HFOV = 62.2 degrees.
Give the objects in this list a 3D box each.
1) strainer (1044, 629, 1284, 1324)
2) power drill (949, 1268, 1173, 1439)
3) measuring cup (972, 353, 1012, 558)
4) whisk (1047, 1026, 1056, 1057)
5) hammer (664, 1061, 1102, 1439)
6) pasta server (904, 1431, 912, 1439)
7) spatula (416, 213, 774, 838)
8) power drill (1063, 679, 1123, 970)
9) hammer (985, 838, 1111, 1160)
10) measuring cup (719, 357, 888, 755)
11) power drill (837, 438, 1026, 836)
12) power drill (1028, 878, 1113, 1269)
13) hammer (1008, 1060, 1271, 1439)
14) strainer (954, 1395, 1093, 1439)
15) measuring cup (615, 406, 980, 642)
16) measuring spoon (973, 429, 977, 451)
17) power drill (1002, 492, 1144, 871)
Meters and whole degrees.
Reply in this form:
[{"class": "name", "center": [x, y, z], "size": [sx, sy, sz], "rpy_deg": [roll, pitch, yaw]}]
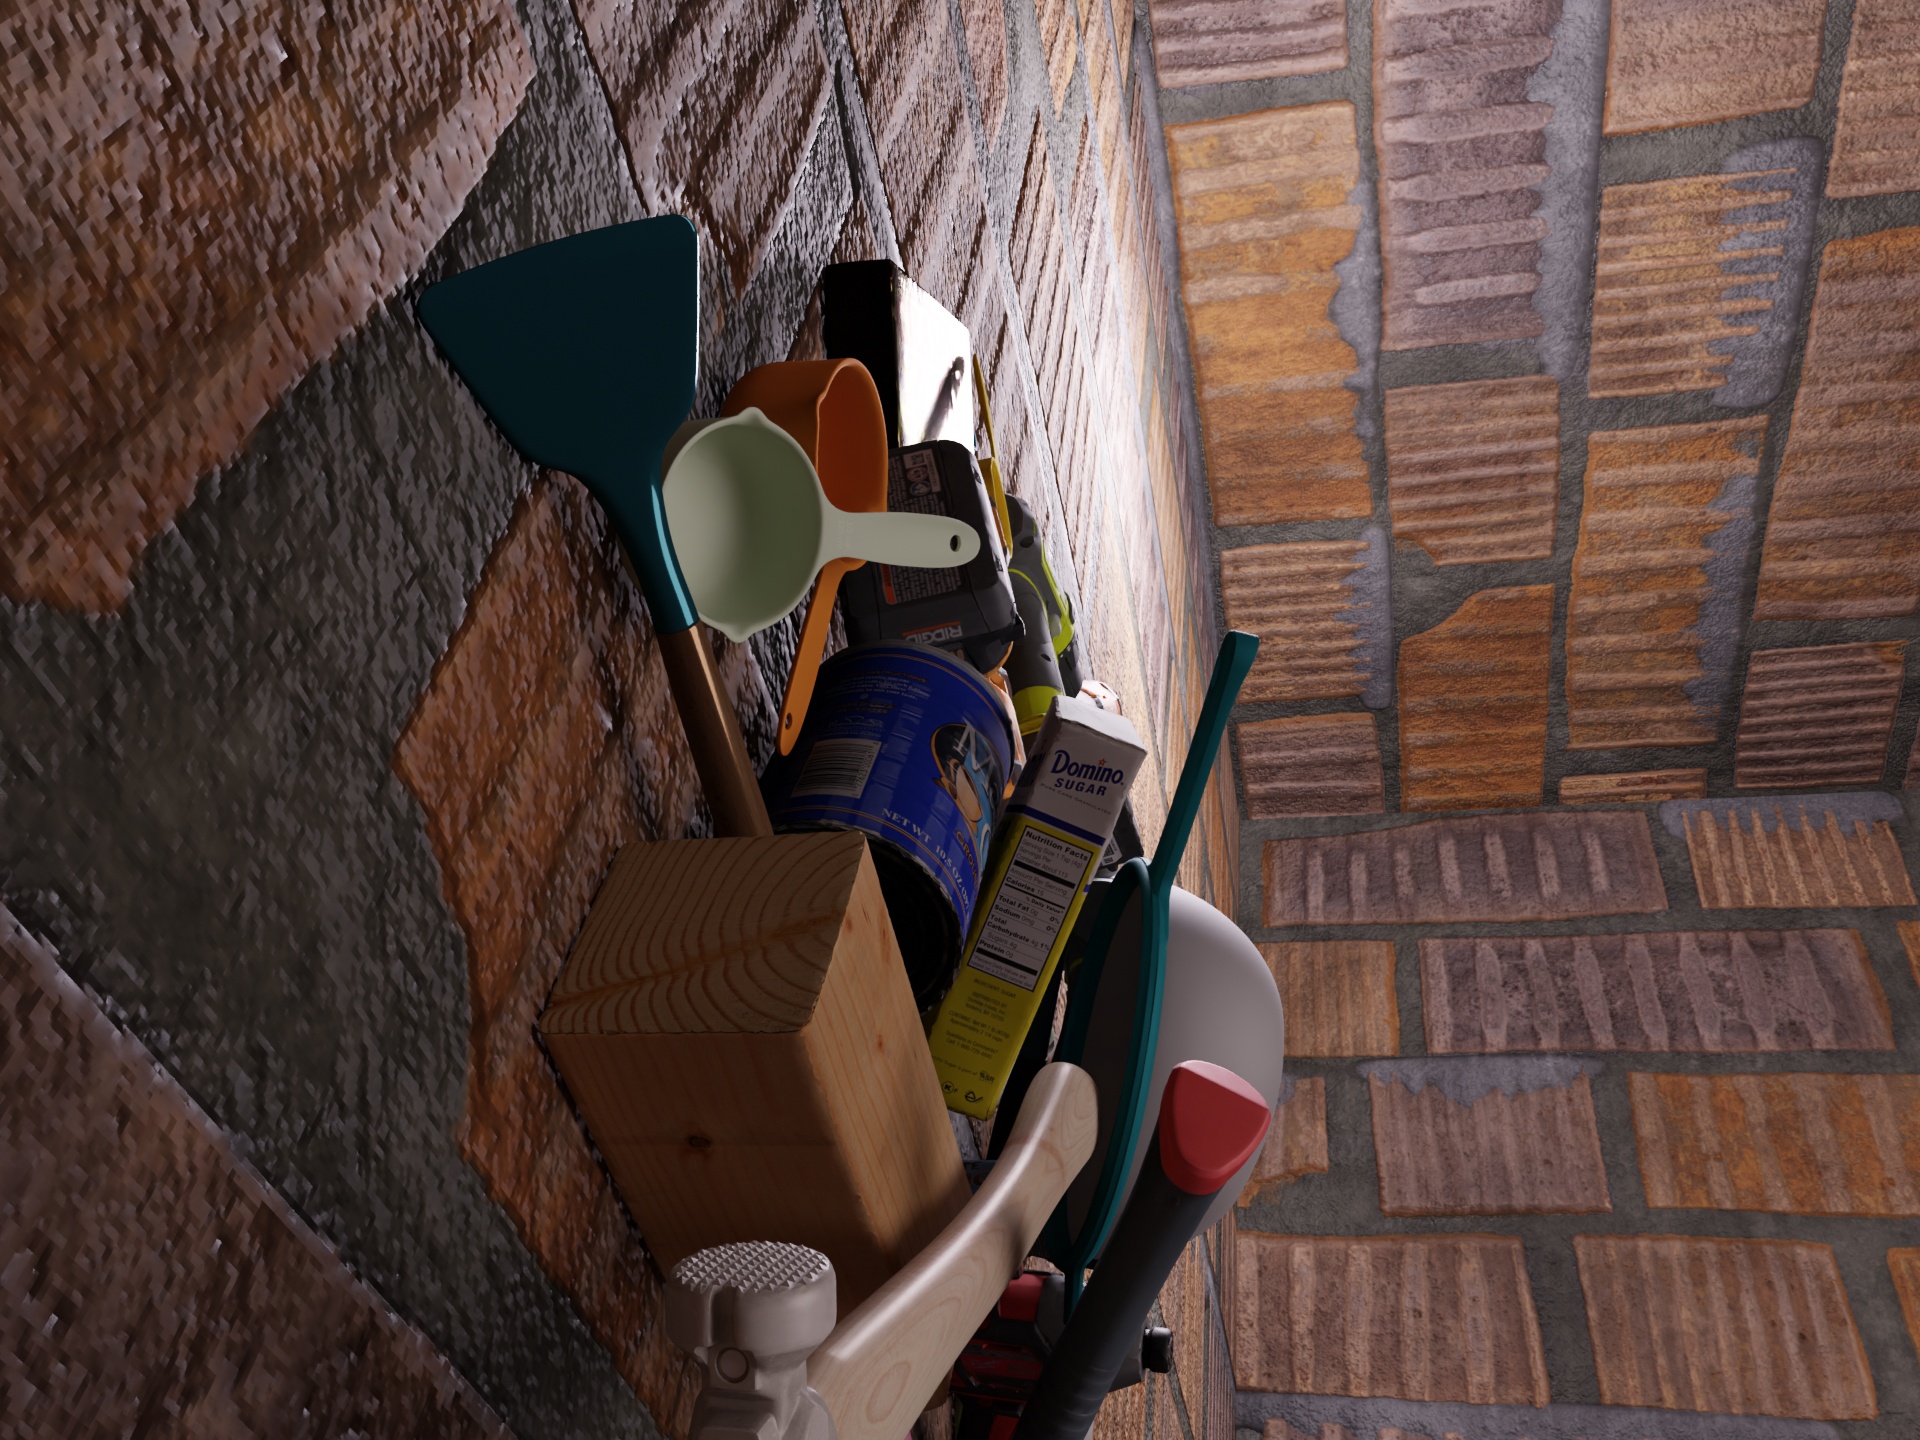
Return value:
[{"class": "strainer", "center": [0.126, 0.123, 0.796], "size": [0.211, 0.095, 0.340], "rpy_deg": [-85, -171, -71]}, {"class": "power drill", "center": [0.046, 0.387, 0.839], "size": [0.078, 0.143, 0.219], "rpy_deg": [-55, 142, -63]}, {"class": "measuring cup", "center": [0.006, -0.154, 0.908], "size": [0.062, 0.029, 0.157], "rpy_deg": [70, 11, -52]}, {"class": "whisk", "center": [0.040, 0.172, 1.084], "size": [0.058, 0.059, 0.246], "rpy_deg": [-45, 148, -21]}, {"class": "hammer", "center": [0.001, 0.196, 0.538], "size": [0.410, 0.038, 0.146], "rpy_deg": [2, 87, -76]}, {"class": "pasta server", "center": [-0.015, 0.411, 0.800], "size": [0.060, 0.040, 0.316], "rpy_deg": [-48, 135, -54]}, {"class": "spatula", "center": [-0.087, -0.005, 0.535], "size": [0.044, 0.082, 0.317], "rpy_deg": [-134, -154, -59]}, {"class": "power drill", "center": [0.102, 0.082, 1.287], "size": [0.164, 0.084, 0.226], "rpy_deg": [-14, 96, -75]}, {"class": "hammer", "center": [0.037, 0.202, 0.902], "size": [0.128, 0.033, 0.331], "rpy_deg": [-56, 157, -87]}, {"class": "measuring cup", "center": [-0.075, -0.069, 0.657], "size": [0.095, 0.052, 0.174], "rpy_deg": [57, 41, -64]}, {"class": "power drill", "center": [-0.001, -0.003, 0.800], "size": [0.226, 0.084, 0.186], "rpy_deg": [75, 3, -52]}, {"class": "power drill", "center": [0.082, 0.240, 1.065], "size": [0.171, 0.080, 0.223], "rpy_deg": [79, 24, -56]}, {"class": "hammer", "center": [0.019, 0.293, 0.599], "size": [0.386, 0.038, 0.143], "rpy_deg": [-67, 172, 13]}, {"class": "strainer", "center": [0.052, 0.476, 0.988], "size": [0.151, 0.069, 0.256], "rpy_deg": [-35, 119, -74]}, {"class": "measuring cup", "center": [-0.059, -0.072, 0.605], "size": [0.167, 0.038, 0.083], "rpy_deg": [-2, 99, -49]}, {"class": "measuring spoon", "center": [-0.021, -0.219, 0.997], "size": [0.042, 0.021, 0.128], "rpy_deg": [-96, 163, -46]}, {"class": "power drill", "center": [0.055, -0.011, 1.038], "size": [0.190, 0.080, 0.229], "rpy_deg": [62, 14, -50]}]
